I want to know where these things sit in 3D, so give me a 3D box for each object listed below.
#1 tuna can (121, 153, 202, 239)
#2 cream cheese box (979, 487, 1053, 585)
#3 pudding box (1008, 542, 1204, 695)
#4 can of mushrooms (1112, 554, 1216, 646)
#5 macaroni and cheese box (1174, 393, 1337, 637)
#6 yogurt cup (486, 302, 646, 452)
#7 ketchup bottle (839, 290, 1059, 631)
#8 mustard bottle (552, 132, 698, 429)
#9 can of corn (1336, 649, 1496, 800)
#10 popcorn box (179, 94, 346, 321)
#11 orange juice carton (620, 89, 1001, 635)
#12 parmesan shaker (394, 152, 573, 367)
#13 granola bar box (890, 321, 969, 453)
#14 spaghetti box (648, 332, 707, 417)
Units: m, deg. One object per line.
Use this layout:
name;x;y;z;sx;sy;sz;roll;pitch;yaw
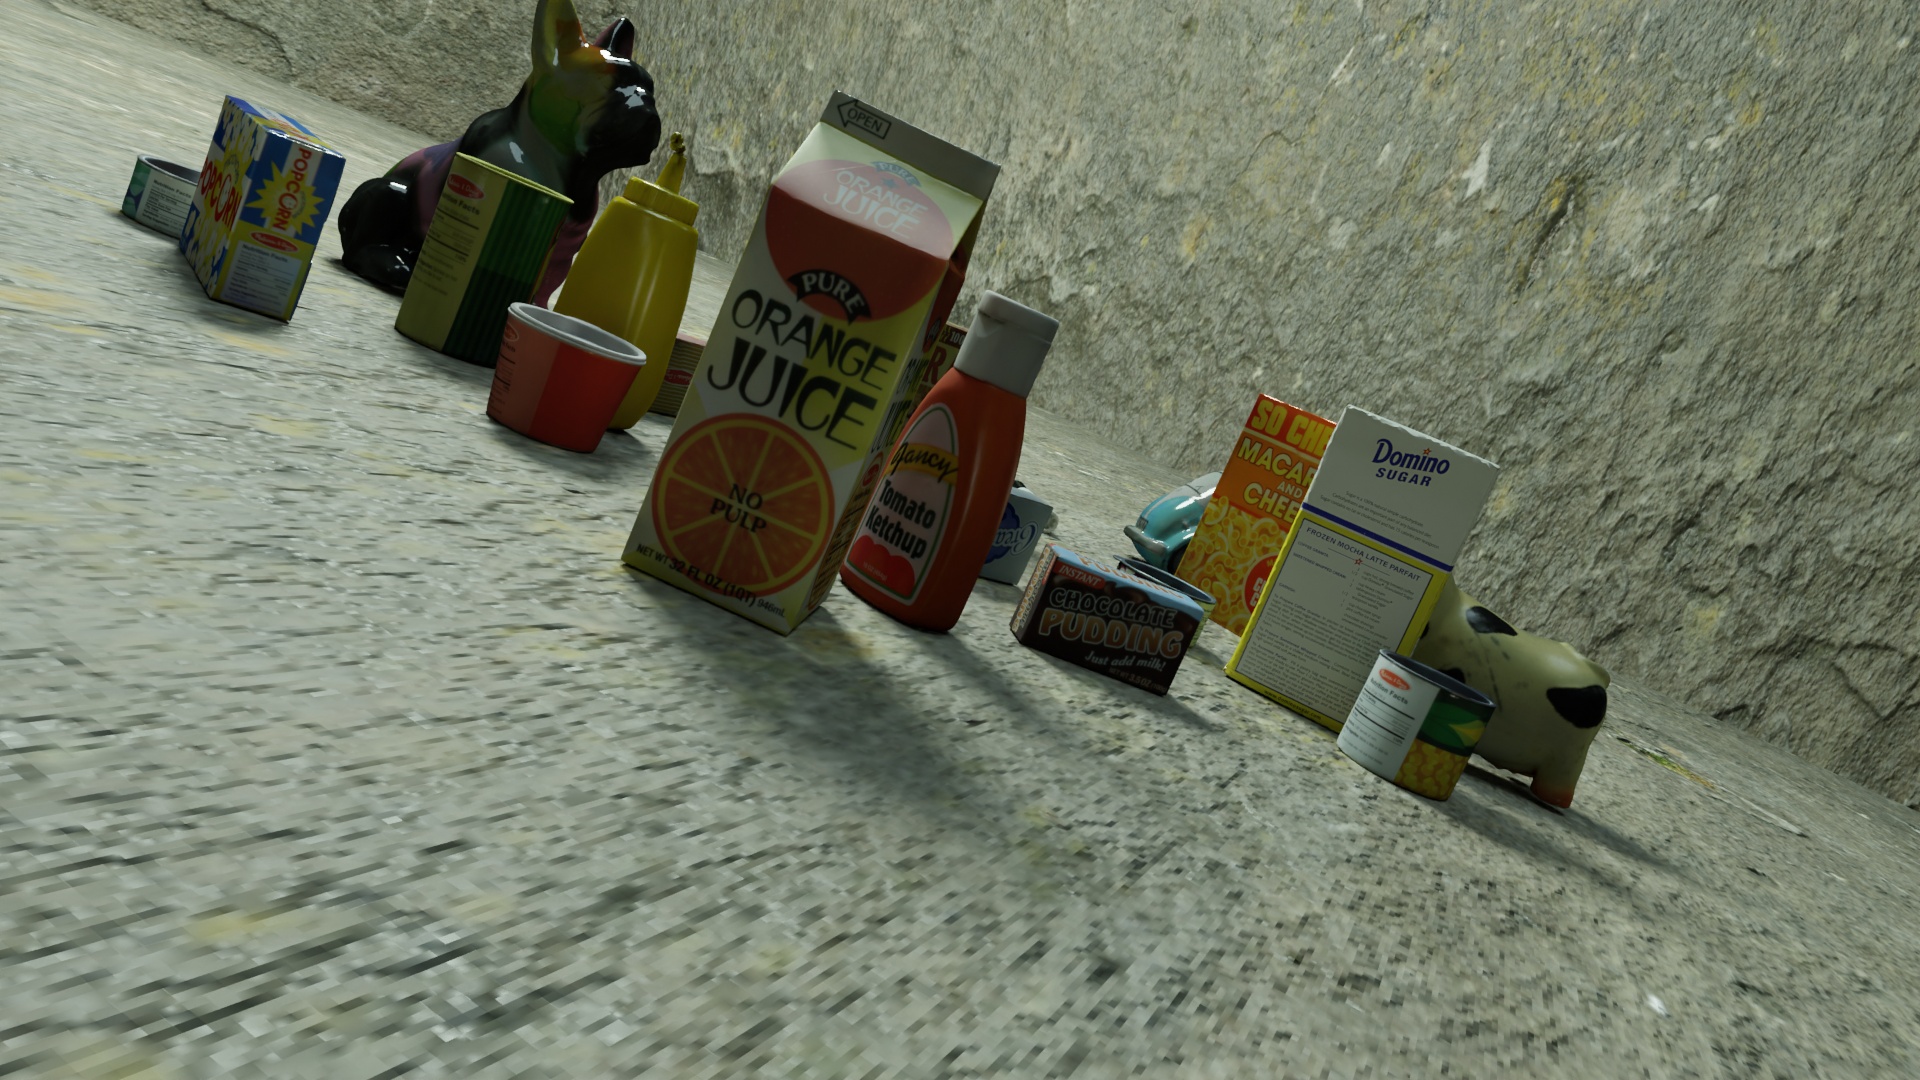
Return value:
tuna can;-0.428;-0.188;0.777;0.071;0.032;0.071;23;9;-4
cream cheese box;0.003;-0.010;0.782;0.104;0.053;0.024;15;12;-45
pudding box;0.073;0.039;0.691;0.084;0.049;0.030;21;9;-15
can of mushrooms;0.122;0.038;0.875;0.071;0.033;0.071;23;9;-4
macaroni and cheese box;0.237;-0.008;1.009;0.040;0.166;0.124;15;12;-46
yogurt cup;-0.193;-0.077;0.671;0.072;0.054;0.072;23;9;-4
ketchup bottle;-0.001;-0.037;0.626;0.065;0.148;0.043;31;11;40
mustard bottle;-0.175;-0.141;0.745;0.065;0.160;0.049;27;9;21
can of corn;0.249;0.101;0.755;0.071;0.058;0.071;23;9;-4
popcorn box;-0.353;-0.169;0.696;0.038;0.085;0.127;17;11;-40
orange juice carton;-0.054;-0.069;0.536;0.072;0.192;0.073;24;8;2
parmesan shaker;-0.269;-0.157;0.781;0.071;0.103;0.071;23;9;-4
granola bar box;-0.022;-0.087;0.939;0.039;0.124;0.166;28;10;28
spaghetti box;-0.138;-0.098;0.945;0.029;0.050;0.250;29;10;30
